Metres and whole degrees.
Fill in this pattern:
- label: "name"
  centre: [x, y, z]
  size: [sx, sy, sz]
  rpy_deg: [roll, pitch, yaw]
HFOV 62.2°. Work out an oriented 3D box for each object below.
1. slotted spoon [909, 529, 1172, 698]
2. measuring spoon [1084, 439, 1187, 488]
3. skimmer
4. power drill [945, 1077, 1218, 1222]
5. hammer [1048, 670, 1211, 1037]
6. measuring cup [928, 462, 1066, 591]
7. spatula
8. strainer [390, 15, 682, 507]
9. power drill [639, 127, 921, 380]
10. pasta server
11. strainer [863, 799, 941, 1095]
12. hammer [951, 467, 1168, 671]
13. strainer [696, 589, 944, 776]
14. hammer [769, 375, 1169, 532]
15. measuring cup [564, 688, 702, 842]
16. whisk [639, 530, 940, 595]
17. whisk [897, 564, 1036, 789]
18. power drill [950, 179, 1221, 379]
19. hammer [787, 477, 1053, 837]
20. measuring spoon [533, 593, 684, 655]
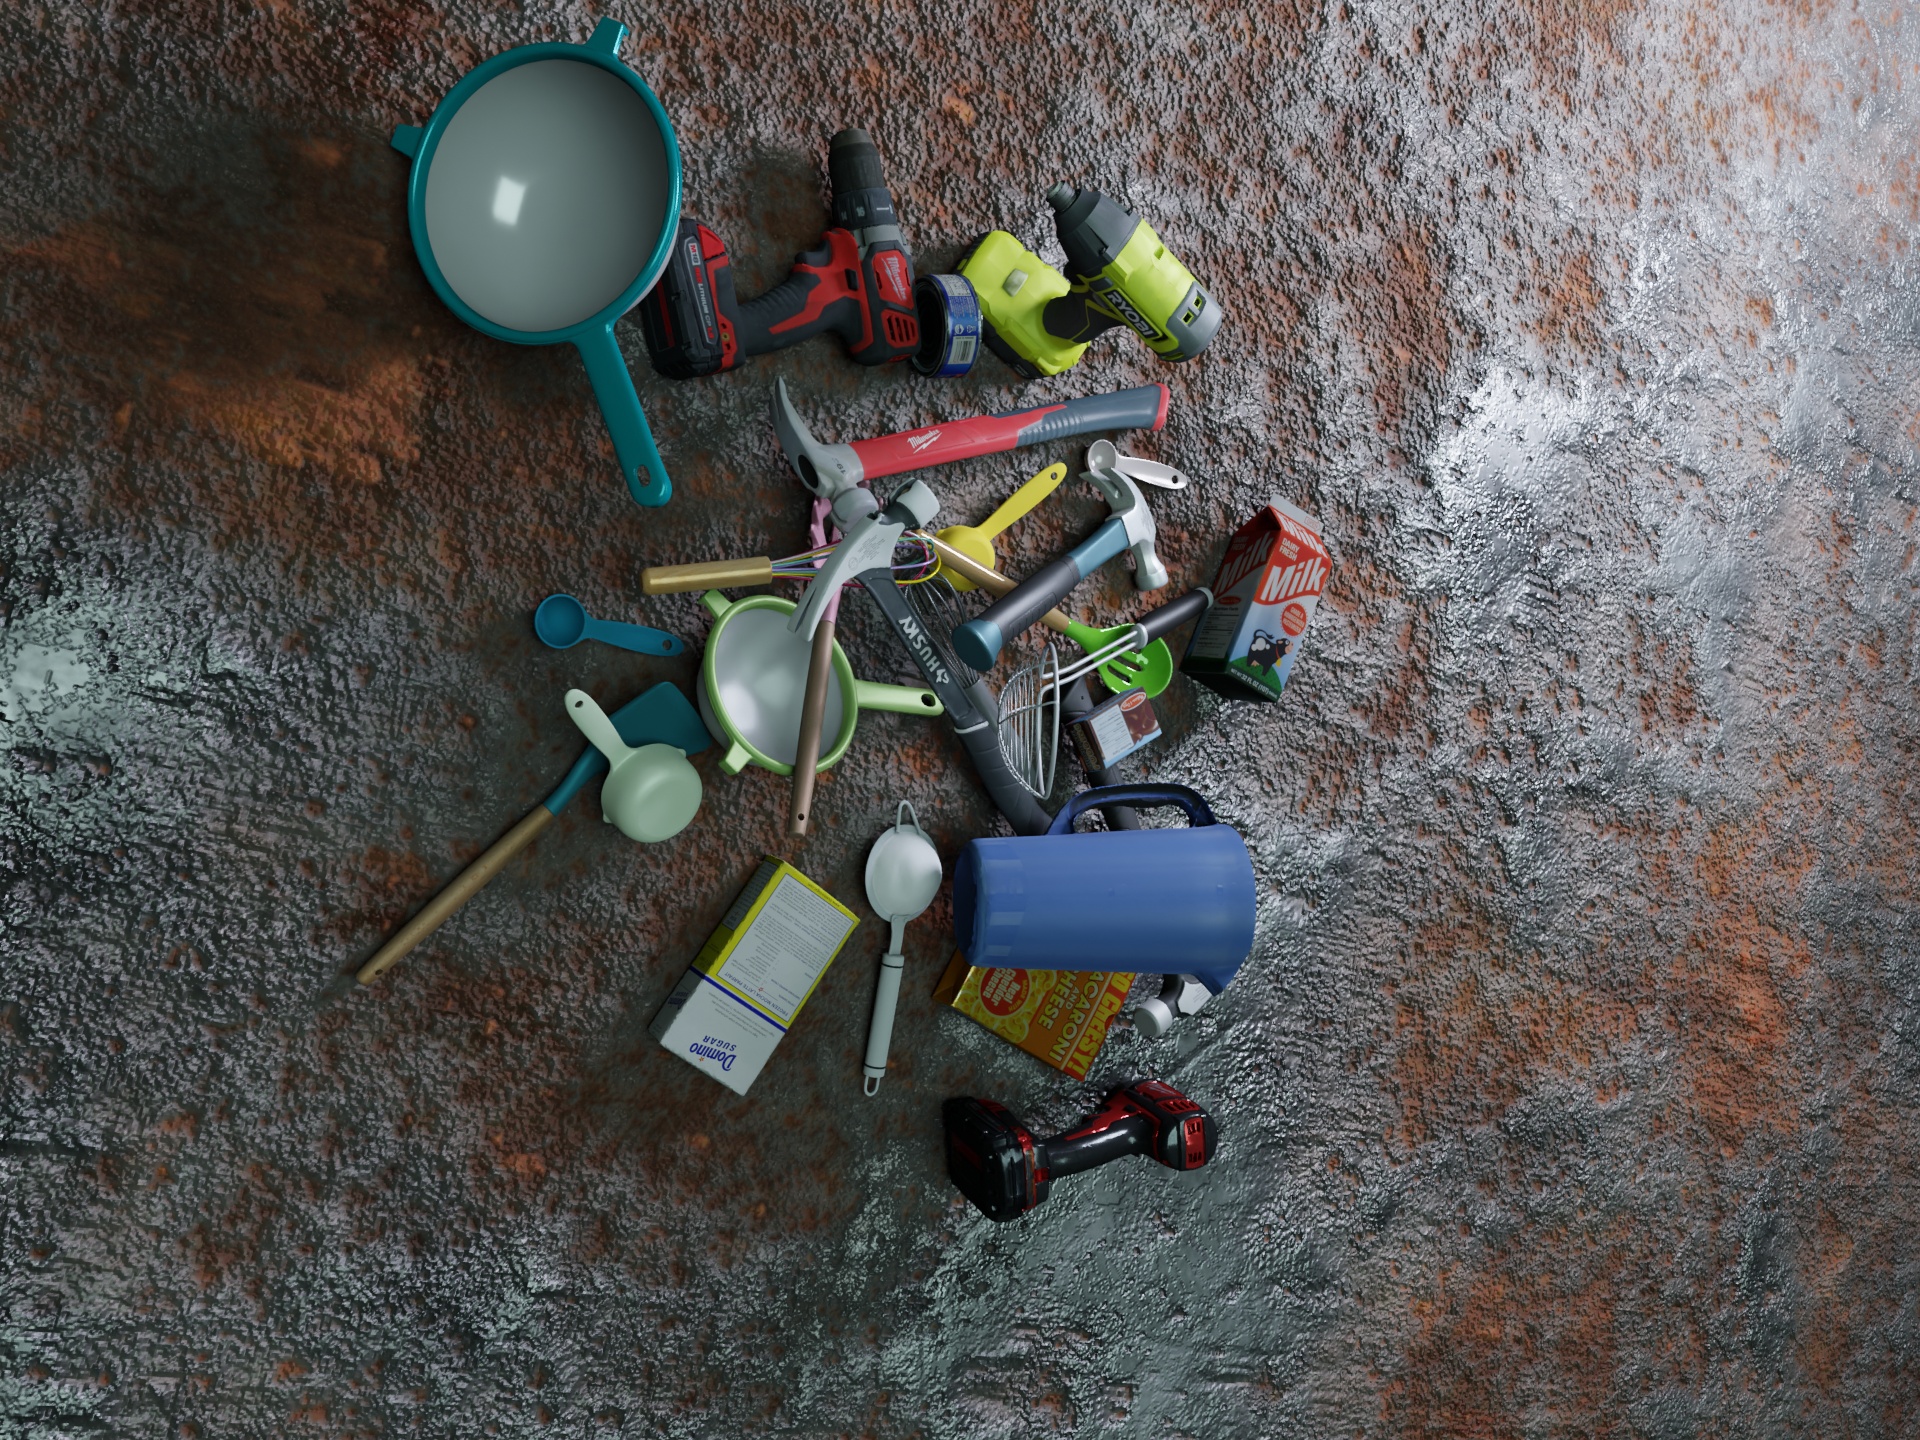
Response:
- label: "slotted spoon"
  centre: [0.074, -0.098, 1.409]
  size: [0.313, 0.031, 0.070]
  rpy_deg: [27, 81, -35]
- label: "measuring spoon"
  centre: [0.161, -0.233, 1.478]
  size: [0.124, 0.018, 0.034]
  rpy_deg: [9, 90, -35]
- label: "skimmer"
  centre: [0.146, -0.045, 1.374]
  size: [0.363, 0.090, 0.127]
  rpy_deg: [-29, 132, -46]
- label: "power drill"
  centre: [0.104, 0.372, 1.428]
  size: [0.219, 0.143, 0.078]
  rpy_deg: [-6, 99, -21]
- label: "hammer"
  centre: [0.162, 0.112, 1.473]
  size: [0.146, 0.035, 0.334]
  rpy_deg: [-29, 101, -38]
- label: "measuring cup"
  centre: [0.039, -0.172, 1.390]
  size: [0.156, 0.029, 0.062]
  rpy_deg: [-42, 116, -8]
- label: "spatula"
  centre: [-0.330, 0.090, 1.216]
  size: [0.317, 0.044, 0.082]
  rpy_deg: [-45, 139, -17]
- label: "strainer"
  centre: [-0.262, -0.310, 1.151]
  size: [0.211, 0.095, 0.340]
  rpy_deg: [-21, 87, 13]
- label: "power drill"
  centre: [-0.141, -0.369, 1.268]
  size: [0.226, 0.080, 0.188]
  rpy_deg: [-16, 101, -29]
- label: "pasta server"
  centre: [-0.109, -0.056, 1.269]
  size: [0.060, 0.040, 0.316]
  rpy_deg: [15, 62, -18]
- label: "strainer"
  centre: [-0.055, 0.201, 1.380]
  size: [0.086, 0.050, 0.258]
  rpy_deg: [7, 94, -43]
- label: "hammer"
  centre: [0.087, -0.121, 1.350]
  size: [0.331, 0.033, 0.128]
  rpy_deg: [-40, 116, -50]
- label: "strainer"
  centre: [-0.123, -0.017, 1.318]
  size: [0.256, 0.069, 0.152]
  rpy_deg: [6, 68, -46]
- label: "hammer"
  centre: [0.024, -0.260, 1.370]
  size: [0.386, 0.038, 0.143]
  rpy_deg: [-18, 66, -34]
- label: "measuring cup"
  centre: [-0.250, 0.034, 1.204]
  size: [0.083, 0.038, 0.167]
  rpy_deg: [-42, 142, -12]
- label: "whisk"
  centre: [-0.128, -0.119, 1.248]
  size: [0.245, 0.051, 0.047]
  rpy_deg: [-8, 80, -22]
- label: "whisk"
  centre: [0.011, -0.033, 1.392]
  size: [0.055, 0.055, 0.238]
  rpy_deg: [-39, 115, -20]
- label: "power drill"
  centre: [0.090, -0.359, 1.307]
  size: [0.171, 0.223, 0.080]
  rpy_deg: [39, 76, -25]
- label: "hammer"
  centre: [-0.002, -0.004, 1.321]
  size: [0.149, 0.036, 0.408]
  rpy_deg: [-44, 132, -14]
- label: "measuring spoon"
  centre: [-0.278, -0.069, 1.253]
  size: [0.128, 0.021, 0.042]
  rpy_deg: [12, 87, -38]
